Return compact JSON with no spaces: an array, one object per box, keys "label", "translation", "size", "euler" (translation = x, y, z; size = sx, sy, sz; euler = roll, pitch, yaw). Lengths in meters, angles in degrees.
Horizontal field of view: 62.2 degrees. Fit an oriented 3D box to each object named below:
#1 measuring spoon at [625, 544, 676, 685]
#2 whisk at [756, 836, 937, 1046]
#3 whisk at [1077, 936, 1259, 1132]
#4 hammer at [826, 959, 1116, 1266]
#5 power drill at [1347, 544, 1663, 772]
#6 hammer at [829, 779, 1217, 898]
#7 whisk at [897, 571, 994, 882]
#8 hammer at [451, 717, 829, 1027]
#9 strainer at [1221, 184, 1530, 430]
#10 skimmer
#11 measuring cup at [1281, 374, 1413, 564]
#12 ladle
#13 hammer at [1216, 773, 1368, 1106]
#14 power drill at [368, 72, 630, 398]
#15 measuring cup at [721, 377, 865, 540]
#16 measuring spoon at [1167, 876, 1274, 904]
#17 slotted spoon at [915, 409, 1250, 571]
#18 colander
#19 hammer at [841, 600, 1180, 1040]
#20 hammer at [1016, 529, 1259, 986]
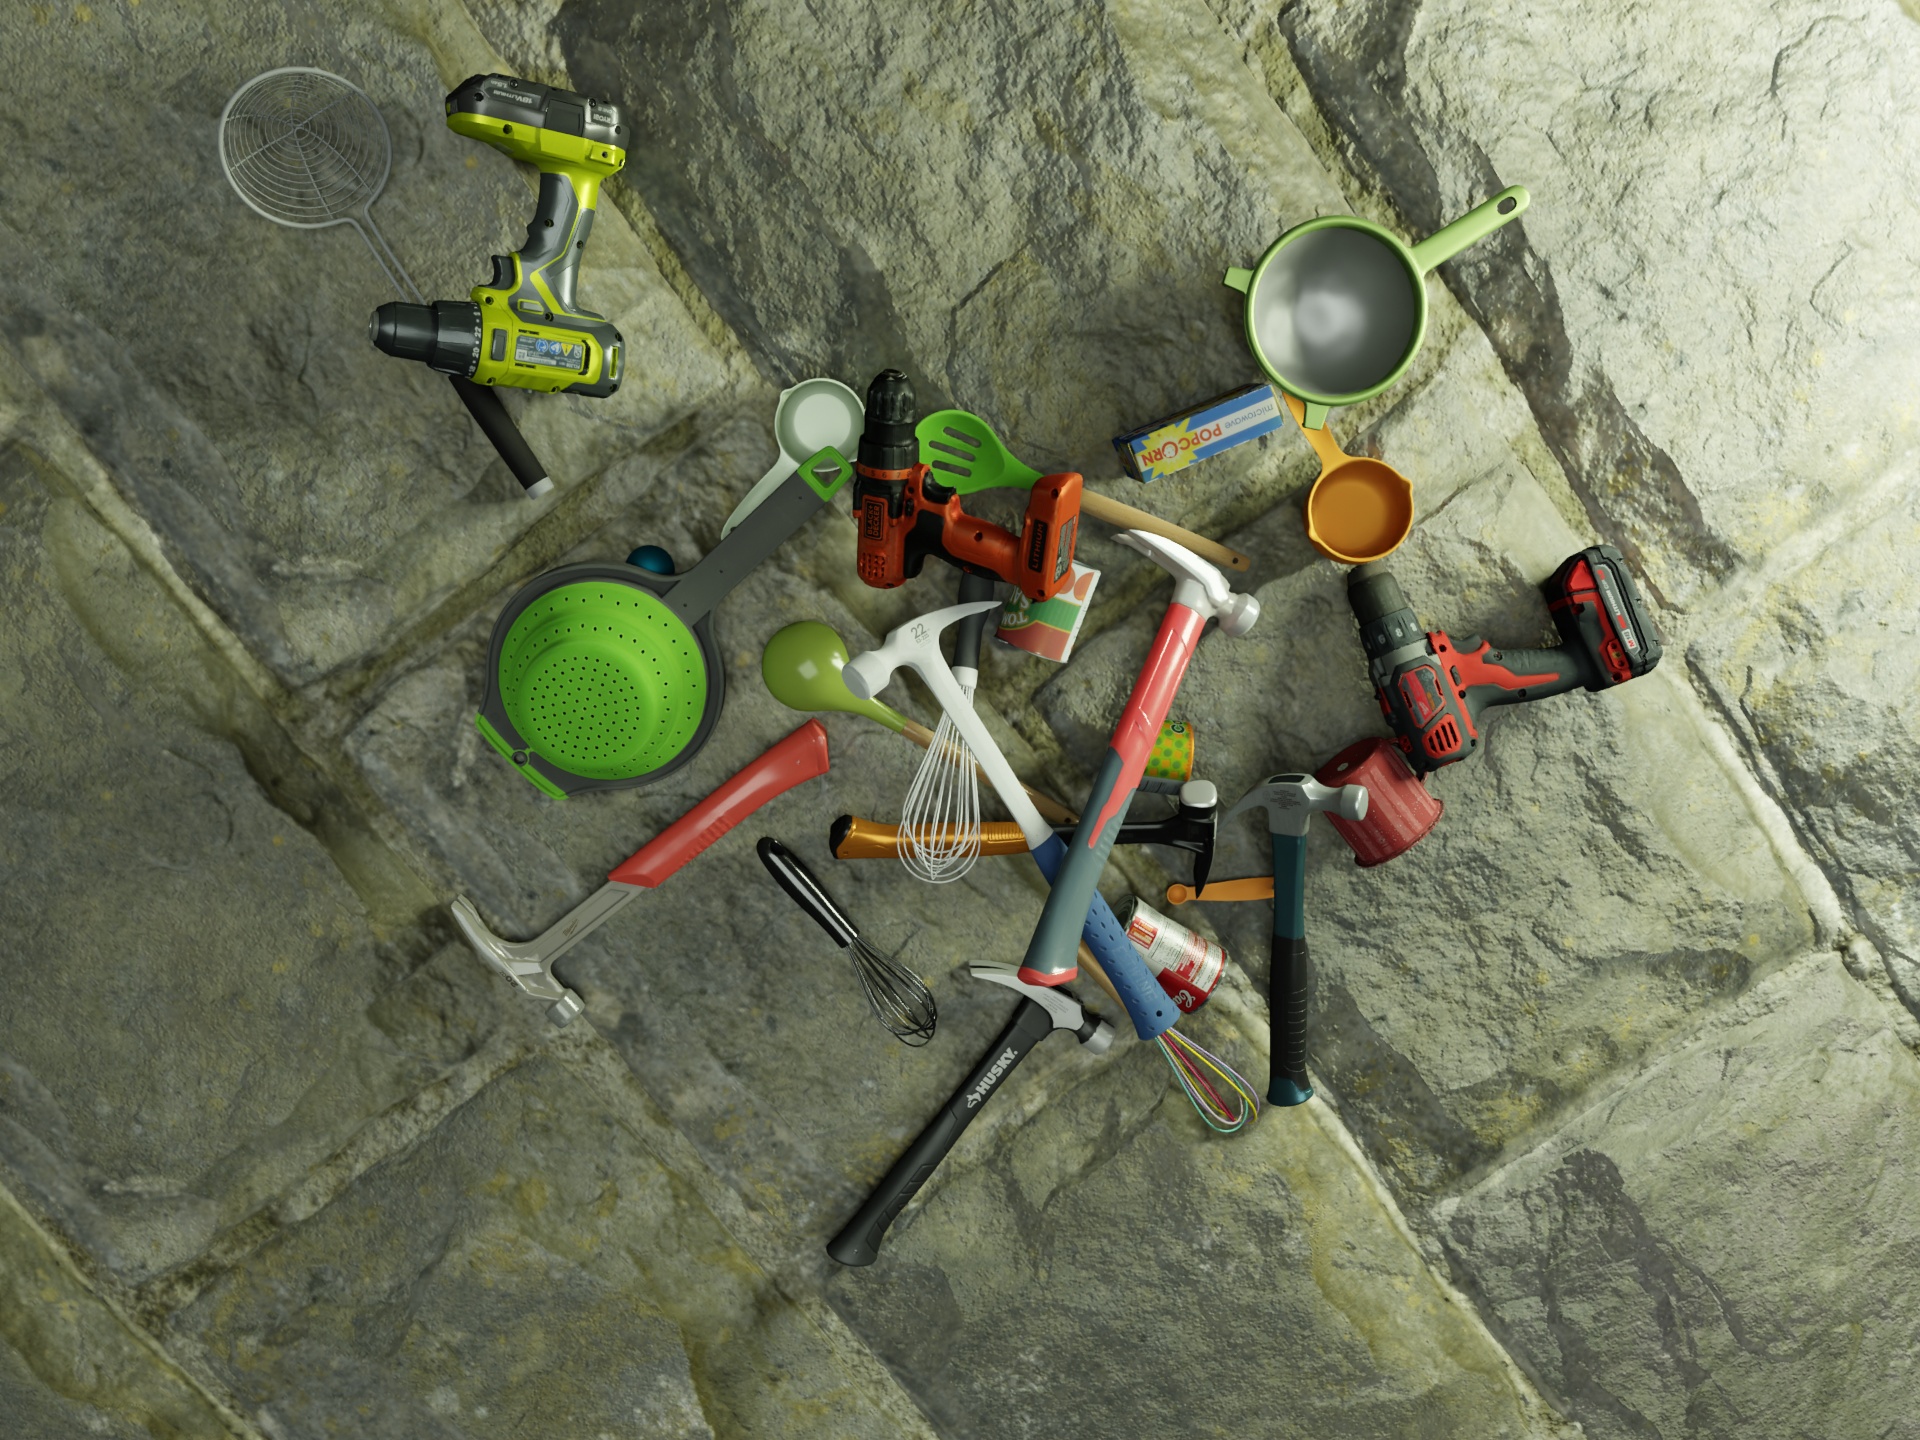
[{"label":"measuring spoon","translation":[-0.257,-0.085,1.356],"size":[0.042,0.021,0.128],"euler":[-11,101,-1]},{"label":"whisk","translation":[-0.101,0.196,1.415],"size":[0.055,0.055,0.239],"euler":[-40,97,5]},{"label":"whisk","translation":[0.181,0.286,1.453],"size":[0.051,0.047,0.245],"euler":[-45,97,-6]},{"label":"hammer","translation":[-0.015,0.369,1.461],"size":[0.146,0.035,0.335],"euler":[36,98,-10]},{"label":"power drill","translation":[0.455,-0.077,1.362],"size":[0.226,0.080,0.188],"euler":[-22,84,3]},{"label":"hammer","translation":[0.054,0.107,1.394],"size":[0.337,0.034,0.127],"euler":[-1,135,4]},{"label":"whisk","translation":[-0.001,-0.004,1.342],"size":[0.070,0.070,0.285],"euler":[10,82,-5]},{"label":"hammer","translation":[-0.265,0.111,1.392],"size":[0.359,0.037,0.149],"euler":[-38,101,6]},{"label":"strainer","translation":[0.346,-0.361,1.308],"size":[0.256,0.069,0.151],"euler":[-32,98,1]},{"label":"skimmer","translation":[-0.438,-0.334,1.258],"size":[0.127,0.090,0.363],"euler":[-33,102,-3]},{"label":"measuring cup","translation":[0.315,-0.212,1.351],"size":[0.095,0.052,0.173],"euler":[-28,86,2]},{"label":"ladle","translation":[-0.029,0.013,1.387],"size":[0.320,0.062,0.078],"euler":[30,102,-16]},{"label":"hammer","translation":[0.293,0.201,1.414],"size":[0.128,0.033,0.330],"euler":[9,115,30]},{"label":"power drill","translation":[-0.351,-0.373,1.236],"size":[0.190,0.080,0.228],"euler":[3,102,-30]},{"label":"measuring cup","translation":[-0.144,-0.214,1.330],"size":[0.083,0.038,0.167],"euler":[39,103,-11]},{"label":"measuring spoon","translation":[0.244,0.153,1.443],"size":[0.117,0.011,0.021],"euler":[-4,104,-6]},{"label":"slotted spoon","translation":[0.103,-0.186,1.353],"size":[0.313,0.031,0.070],"euler":[20,100,-9]},{"label":"colander","translation":[-0.242,-0.076,1.302],"size":[0.397,0.094,0.204],"euler":[-41,104,12]},{"label":"hammer","translation":[0.066,0.086,1.312],"size":[0.144,0.035,0.405],"euler":[-37,101,-25]},{"label":"hammer","translation":[0.121,0.032,1.303],"size":[0.143,0.038,0.386],"euler":[30,73,-19]}]
